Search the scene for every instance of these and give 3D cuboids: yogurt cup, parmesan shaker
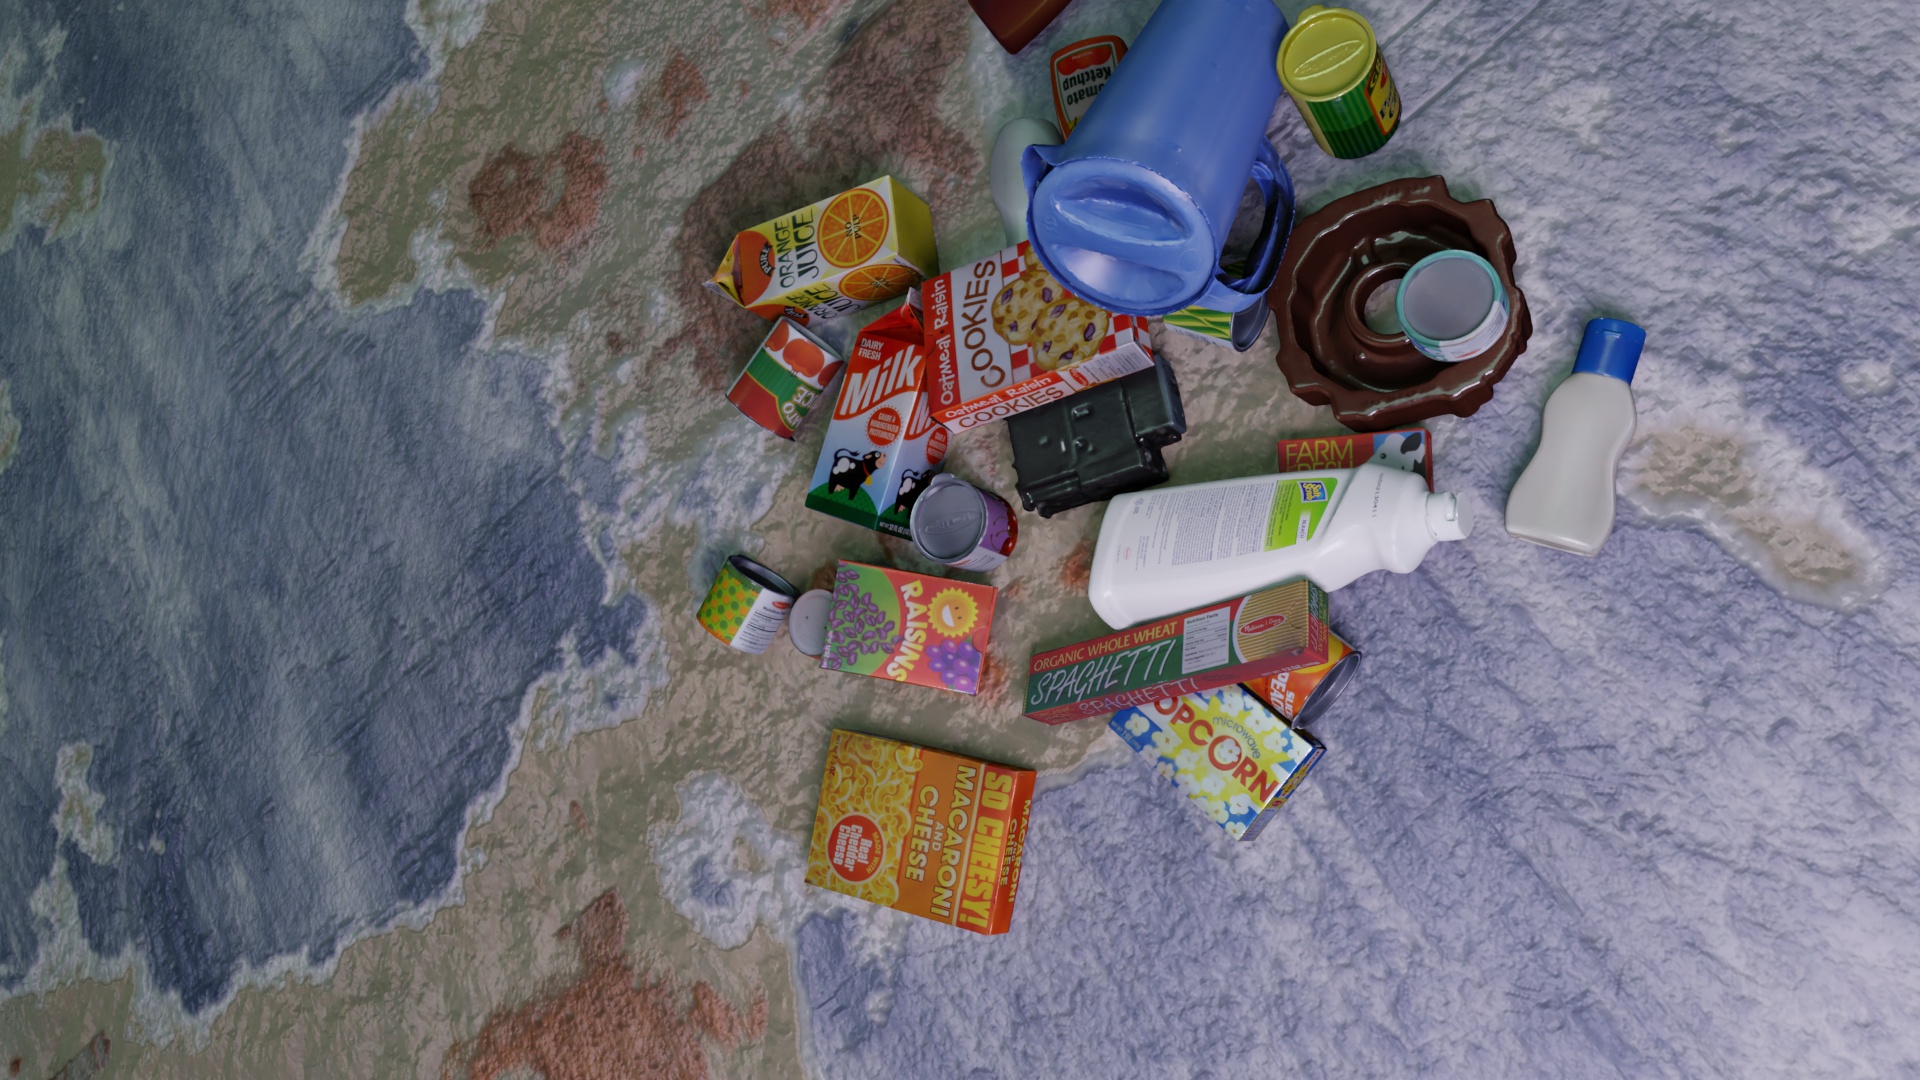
[{"bbox_3d":[-0.102,0.069,1.121,0.072,0.054,0.072,-5,79,28],"label":"yogurt cup"},{"bbox_3d":[0.266,-0.319,0.971,0.071,0.103,0.071,-5,79,27],"label":"parmesan shaker"}]

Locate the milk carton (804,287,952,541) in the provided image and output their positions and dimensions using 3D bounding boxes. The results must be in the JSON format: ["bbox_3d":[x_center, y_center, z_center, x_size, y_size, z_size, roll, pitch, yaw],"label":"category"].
[{"bbox_3d":[-0.051,-0.102,1.115,0.073,0.072,0.190,17,89,30],"label":"milk carton"}]

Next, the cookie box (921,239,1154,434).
[{"bbox_3d":[0.052,-0.162,1.031,0.167,0.040,0.123,-17,61,25],"label":"cookie box"}]

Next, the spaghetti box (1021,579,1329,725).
[{"bbox_3d":[0.140,0.081,0.951,0.249,0.028,0.050,-21,51,44],"label":"spaghetti box"}]

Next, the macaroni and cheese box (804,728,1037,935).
[{"bbox_3d":[-0.031,0.220,1.063,0.166,0.040,0.123,8,85,29],"label":"macaroni and cheese box"}]

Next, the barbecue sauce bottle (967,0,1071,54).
[{"bbox_3d":[0.079,-0.469,1.131,0.148,0.043,0.065,-39,66,16],"label":"barbecue sauce bottle"}]

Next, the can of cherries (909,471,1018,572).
[{"bbox_3d":[0.004,-0.014,1.078,0.071,0.058,0.071,-5,79,28],"label":"can of cherries"}]

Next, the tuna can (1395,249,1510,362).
[{"bbox_3d":[0.313,-0.152,0.890,0.071,0.033,0.071,-6,77,28],"label":"tuna can"}]

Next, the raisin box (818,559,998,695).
[{"bbox_3d":[-0.040,0.066,1.066,0.123,0.040,0.086,10,84,-2],"label":"raisin box"}]

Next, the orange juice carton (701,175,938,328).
[{"bbox_3d":[-0.121,-0.234,1.177,0.192,0.072,0.073,-14,74,25],"label":"orange juice carton"}]

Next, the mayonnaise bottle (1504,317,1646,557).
[{"bbox_3d":[0.400,-0.067,0.890,0.065,0.041,0.148,17,88,28],"label":"mayonnaise bottle"}]

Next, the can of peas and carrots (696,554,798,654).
[{"bbox_3d":[-0.180,0.053,1.158,0.071,0.071,0.058,34,98,28],"label":"can of peas and carrots"}]

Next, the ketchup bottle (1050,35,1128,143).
[{"bbox_3d":[0.110,-0.317,1.087,0.064,0.043,0.149,-11,76,20],"label":"ketchup bottle"}]

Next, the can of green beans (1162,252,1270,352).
[{"bbox_3d":[0.187,-0.176,1.007,0.058,0.071,0.071,23,92,30],"label":"can of green beans"}]

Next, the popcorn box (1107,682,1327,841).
[{"bbox_3d":[0.177,0.136,0.970,0.127,0.038,0.085,41,100,27],"label":"popcorn box"}]

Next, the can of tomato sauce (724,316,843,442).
[{"bbox_3d":[-0.147,-0.137,1.176,0.071,0.071,0.083,42,100,27],"label":"can of tomato sauce"}]

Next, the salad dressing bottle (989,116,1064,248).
[{"bbox_3d":[0.055,-0.259,1.106,0.064,0.044,0.148,-4,81,27],"label":"salad dressing bottle"}]

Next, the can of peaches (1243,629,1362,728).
[{"bbox_3d":[0.225,0.085,0.937,0.058,0.071,0.071,41,101,28],"label":"can of peaches"}]

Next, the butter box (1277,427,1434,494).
[{"bbox_3d":[0.272,-0.046,0.962,0.103,0.024,0.053,-3,80,27],"label":"butter box"}]
